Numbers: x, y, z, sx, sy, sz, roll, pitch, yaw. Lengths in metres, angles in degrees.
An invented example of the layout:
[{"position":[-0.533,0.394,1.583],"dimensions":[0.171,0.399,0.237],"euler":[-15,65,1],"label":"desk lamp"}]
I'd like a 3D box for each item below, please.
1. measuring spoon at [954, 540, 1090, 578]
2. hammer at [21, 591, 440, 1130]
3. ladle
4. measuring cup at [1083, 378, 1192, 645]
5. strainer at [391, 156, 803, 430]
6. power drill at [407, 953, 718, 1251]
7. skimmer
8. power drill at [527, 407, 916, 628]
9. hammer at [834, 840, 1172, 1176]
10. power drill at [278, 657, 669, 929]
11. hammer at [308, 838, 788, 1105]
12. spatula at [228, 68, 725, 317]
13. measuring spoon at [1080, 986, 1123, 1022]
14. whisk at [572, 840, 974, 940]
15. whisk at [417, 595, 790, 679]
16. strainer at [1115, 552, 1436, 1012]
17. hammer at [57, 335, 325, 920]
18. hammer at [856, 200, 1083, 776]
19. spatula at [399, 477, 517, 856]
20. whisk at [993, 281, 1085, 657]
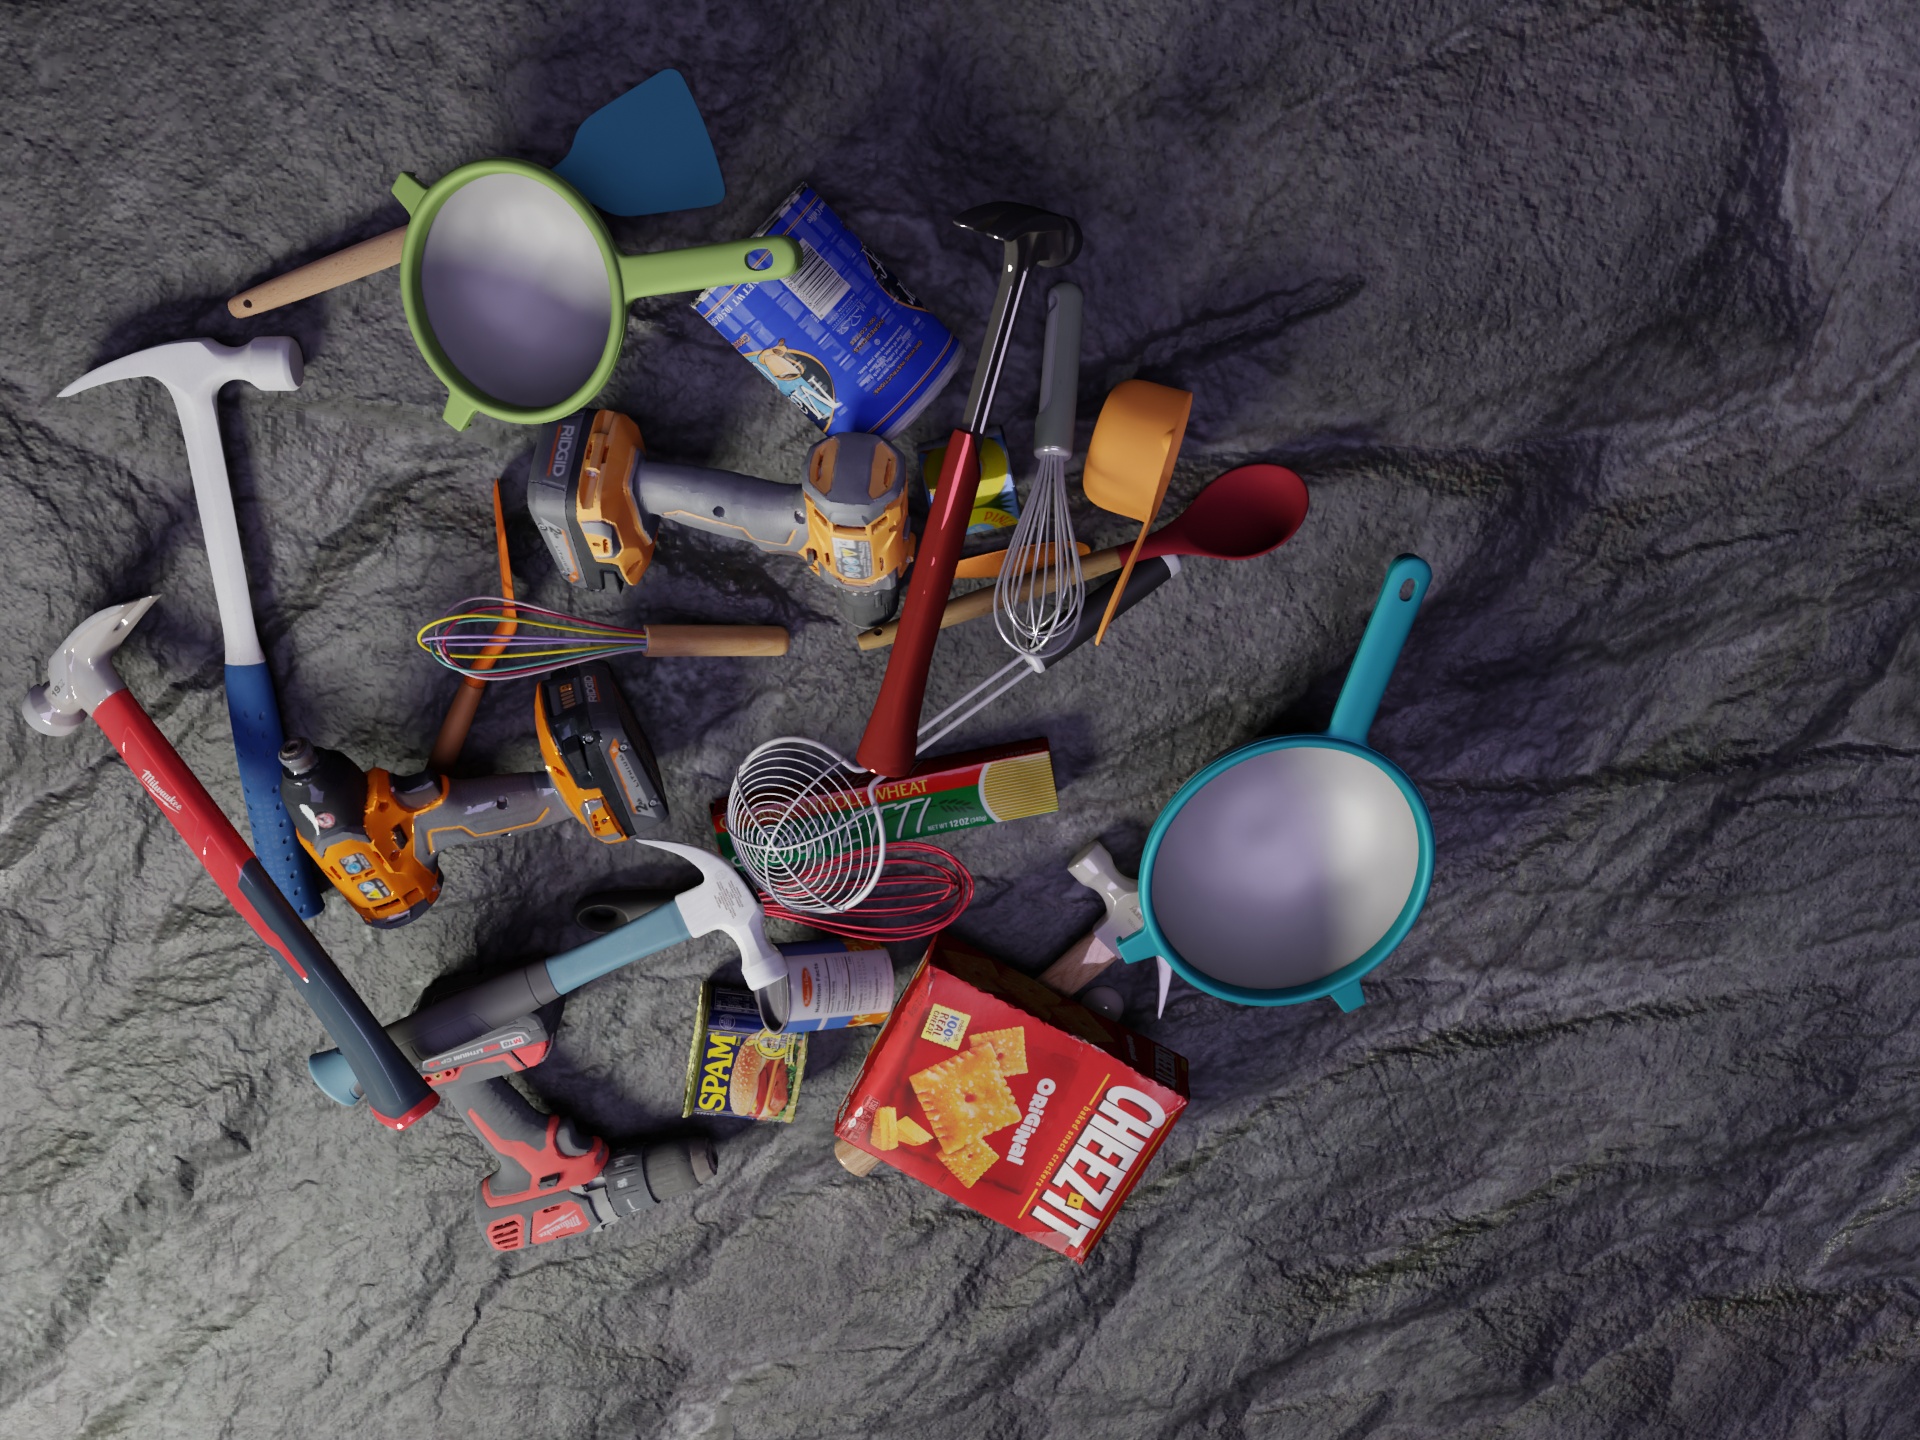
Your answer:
[{"position":[0.032,-0.110,1.093],"dimensions":[0.117,0.011,0.021],"euler":[-9,111,-4],"label":"measuring spoon"},{"position":[-0.462,0.101,1.047],"dimensions":[0.143,0.038,0.386],"euler":[-35,92,29],"label":"hammer"},{"position":[0.081,-0.101,1.066],"dimensions":[0.315,0.069,0.031],"euler":[-18,153,-1],"label":"ladle"},{"position":[0.098,-0.137,1.026],"dimensions":[0.052,0.095,0.173],"euler":[20,87,9],"label":"measuring cup"},{"position":[-0.202,-0.259,0.933],"dimensions":[0.256,0.069,0.151],"euler":[-2,108,19],"label":"strainer"},{"position":[-0.301,0.292,1.198],"dimensions":[0.188,0.080,0.226],"euler":[-16,115,3],"label":"power drill"},{"position":[-0.002,-0.004,1.101],"dimensions":[0.363,0.090,0.127],"euler":[-36,85,-7],"label":"skimmer"},{"position":[-0.141,-0.120,1.014],"dimensions":[0.226,0.185,0.084],"euler":[5,67,3],"label":"power drill"},{"position":[0.030,0.242,1.215],"dimensions":[0.130,0.031,0.331],"euler":[45,106,-6],"label":"hammer"},{"position":[-0.326,0.042,1.055],"dimensions":[0.226,0.084,0.164],"euler":[-20,137,-4],"label":"power drill"},{"position":[-0.293,0.184,1.098],"dimensions":[0.331,0.033,0.128],"euler":[-24,84,1],"label":"hammer"},{"position":[-0.306,-0.308,0.983],"dimensions":[0.317,0.044,0.082],"euler":[-17,114,8],"label":"spatula"},{"position":[0.072,0.247,1.233],"dimensions":[0.124,0.018,0.034],"euler":[-32,111,7],"label":"measuring spoon"},{"position":[-0.137,0.132,1.155],"dimensions":[0.296,0.073,0.073],"euler":[-5,112,5],"label":"whisk"},{"position":[-0.227,-0.053,1.039],"dimensions":[0.245,0.051,0.047],"euler":[-1,124,-28],"label":"whisk"},{"position":[0.242,0.034,1.120],"dimensions":[0.211,0.095,0.340],"euler":[14,108,-12],"label":"strainer"},{"position":[-0.487,-0.050,1.066],"dimensions":[0.144,0.035,0.405],"euler":[-2,112,-3],"label":"hammer"},{"position":[-0.008,-0.127,0.954],"dimensions":[0.037,0.149,0.359],"euler":[22,113,14],"label":"hammer"},{"position":[-0.349,-0.009,1.087],"dimensions":[0.041,0.081,0.322],"euler":[16,116,-28],"label":"spatula"},{"position":[0.057,-0.160,1.003],"dimensions":[0.059,0.058,0.246],"euler":[8,80,-19],"label":"whisk"}]
